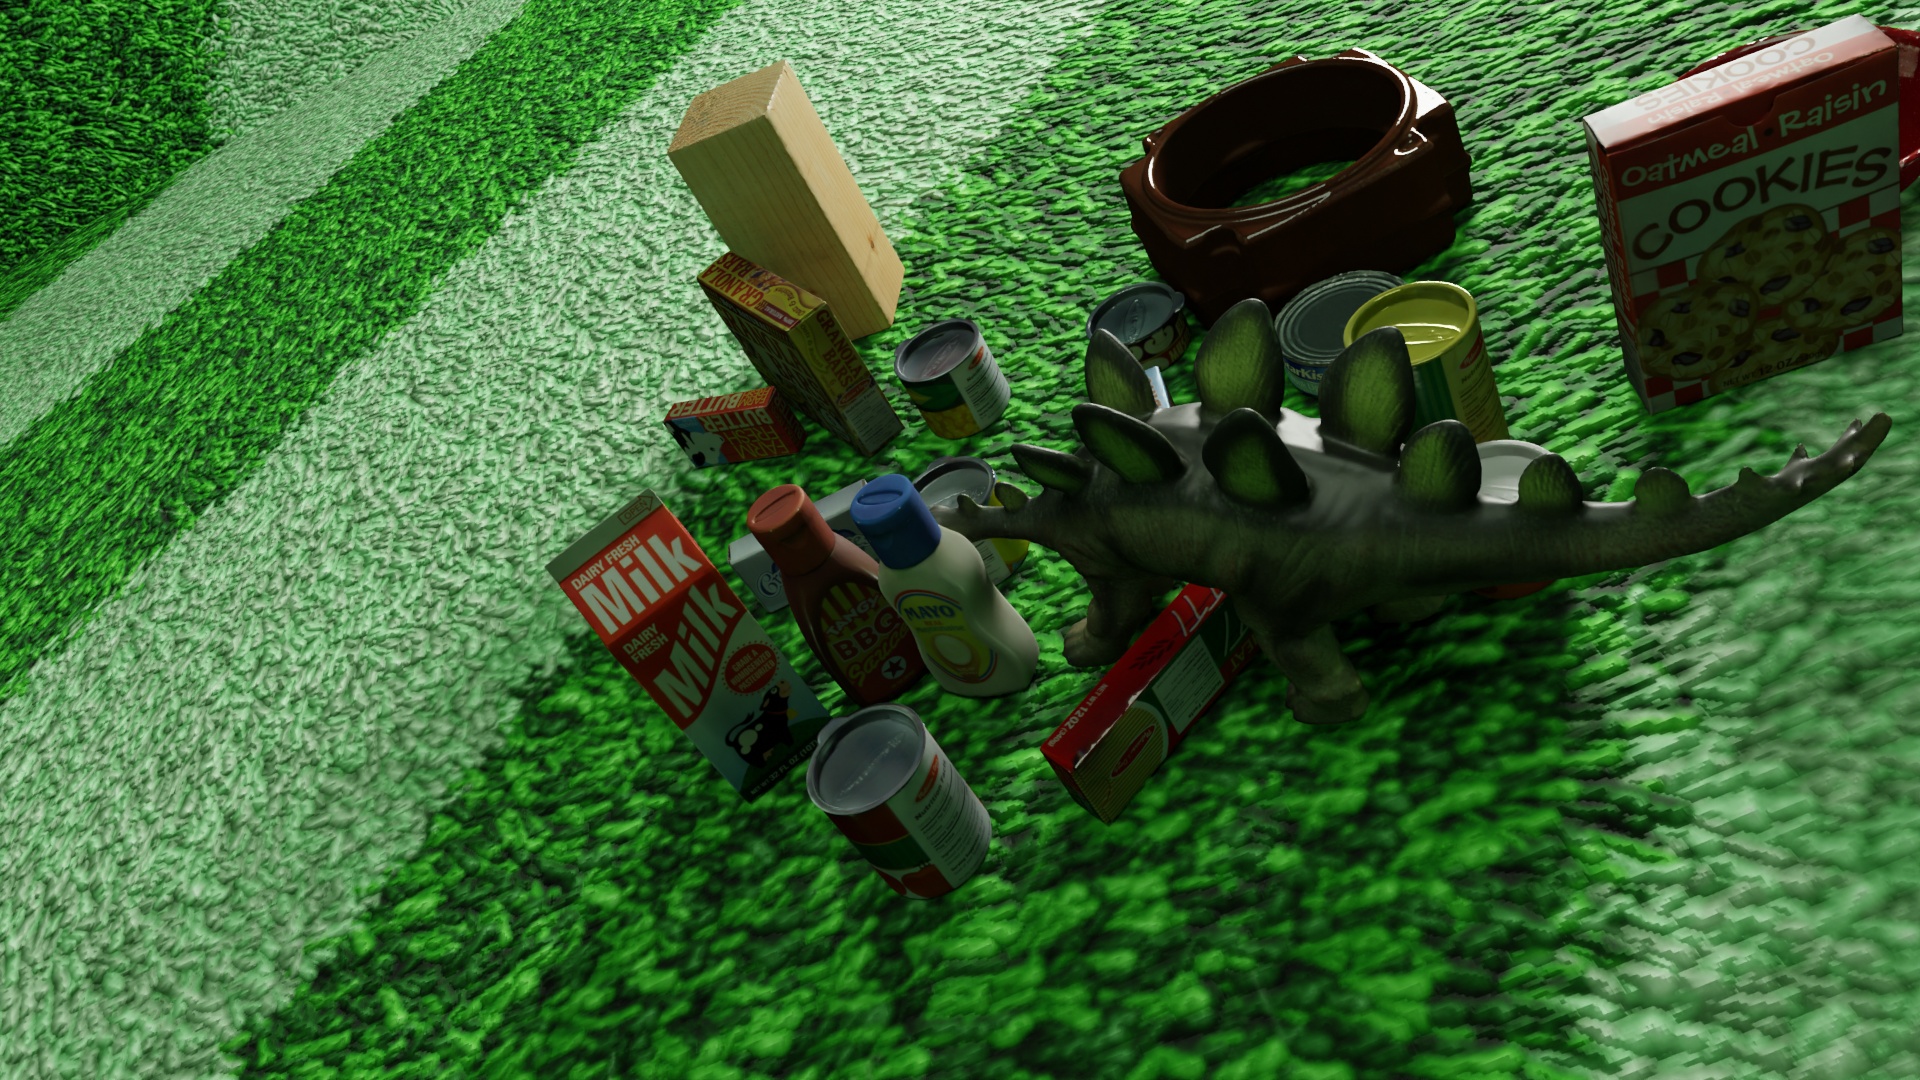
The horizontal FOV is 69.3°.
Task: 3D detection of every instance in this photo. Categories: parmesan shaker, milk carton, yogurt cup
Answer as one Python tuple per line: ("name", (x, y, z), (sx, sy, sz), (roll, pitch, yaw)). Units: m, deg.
("parmesan shaker", (0.247, -0.074, 0.733), (0.071, 0.102, 0.072), (-19, 40, 17))
("milk carton", (-0.153, 0.056, 0.791), (0.072, 0.189, 0.073), (-39, 38, -9))
("yogurt cup", (0.268, -0.008, 0.687), (0.072, 0.053, 0.073), (-19, 40, 16))

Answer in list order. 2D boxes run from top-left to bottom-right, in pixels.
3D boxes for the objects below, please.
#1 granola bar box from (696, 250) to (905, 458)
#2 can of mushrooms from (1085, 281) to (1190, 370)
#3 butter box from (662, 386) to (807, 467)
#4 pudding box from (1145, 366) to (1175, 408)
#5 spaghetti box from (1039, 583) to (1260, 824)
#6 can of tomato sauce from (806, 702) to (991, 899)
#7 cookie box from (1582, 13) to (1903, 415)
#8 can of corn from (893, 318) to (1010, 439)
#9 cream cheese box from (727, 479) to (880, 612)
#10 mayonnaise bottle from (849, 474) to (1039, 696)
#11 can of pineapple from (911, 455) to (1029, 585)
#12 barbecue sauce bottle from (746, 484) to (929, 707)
("granola bar box", (-0.122, -0.141, 1.040), (0.039, 0.123, 0.166), (-41, 39, -11))
("can of mushrooms", (0.124, -0.144, 0.950), (0.071, 0.033, 0.071), (-19, 40, 16))
("butter box", (-0.174, -0.087, 1.074), (0.103, 0.053, 0.024), (-6, 45, 30))
("pudding box", (0.121, -0.062, 0.849), (0.030, 0.049, 0.084), (-21, 39, 14))
("spaghetti box", (0.139, 0.039, 0.726), (0.251, 0.050, 0.029), (-46, 40, -17))
("can of tomato sauce", (-0.031, 0.134, 0.711), (0.071, 0.082, 0.071), (-19, 40, 17))
("cookie box", (0.382, -0.151, 0.673), (0.123, 0.166, 0.040), (-19, 40, 16))
("can of corn", (-0.007, -0.115, 0.987), (0.071, 0.058, 0.071), (-19, 40, 16))
("cream cheese box", (-0.096, 0.005, 0.920), (0.104, 0.053, 0.024), (-25, 38, 9))
("mayonnaise bottle", (-0.011, 0.027, 0.761), (0.064, 0.147, 0.041), (-6, 45, 30))
("can of pineapple", (0.003, -0.011, 0.866), (0.071, 0.057, 0.071), (-19, 40, 16))
("barbecue sauce bottle", (-0.070, 0.031, 0.797), (0.065, 0.148, 0.044), (-36, 38, -5))
